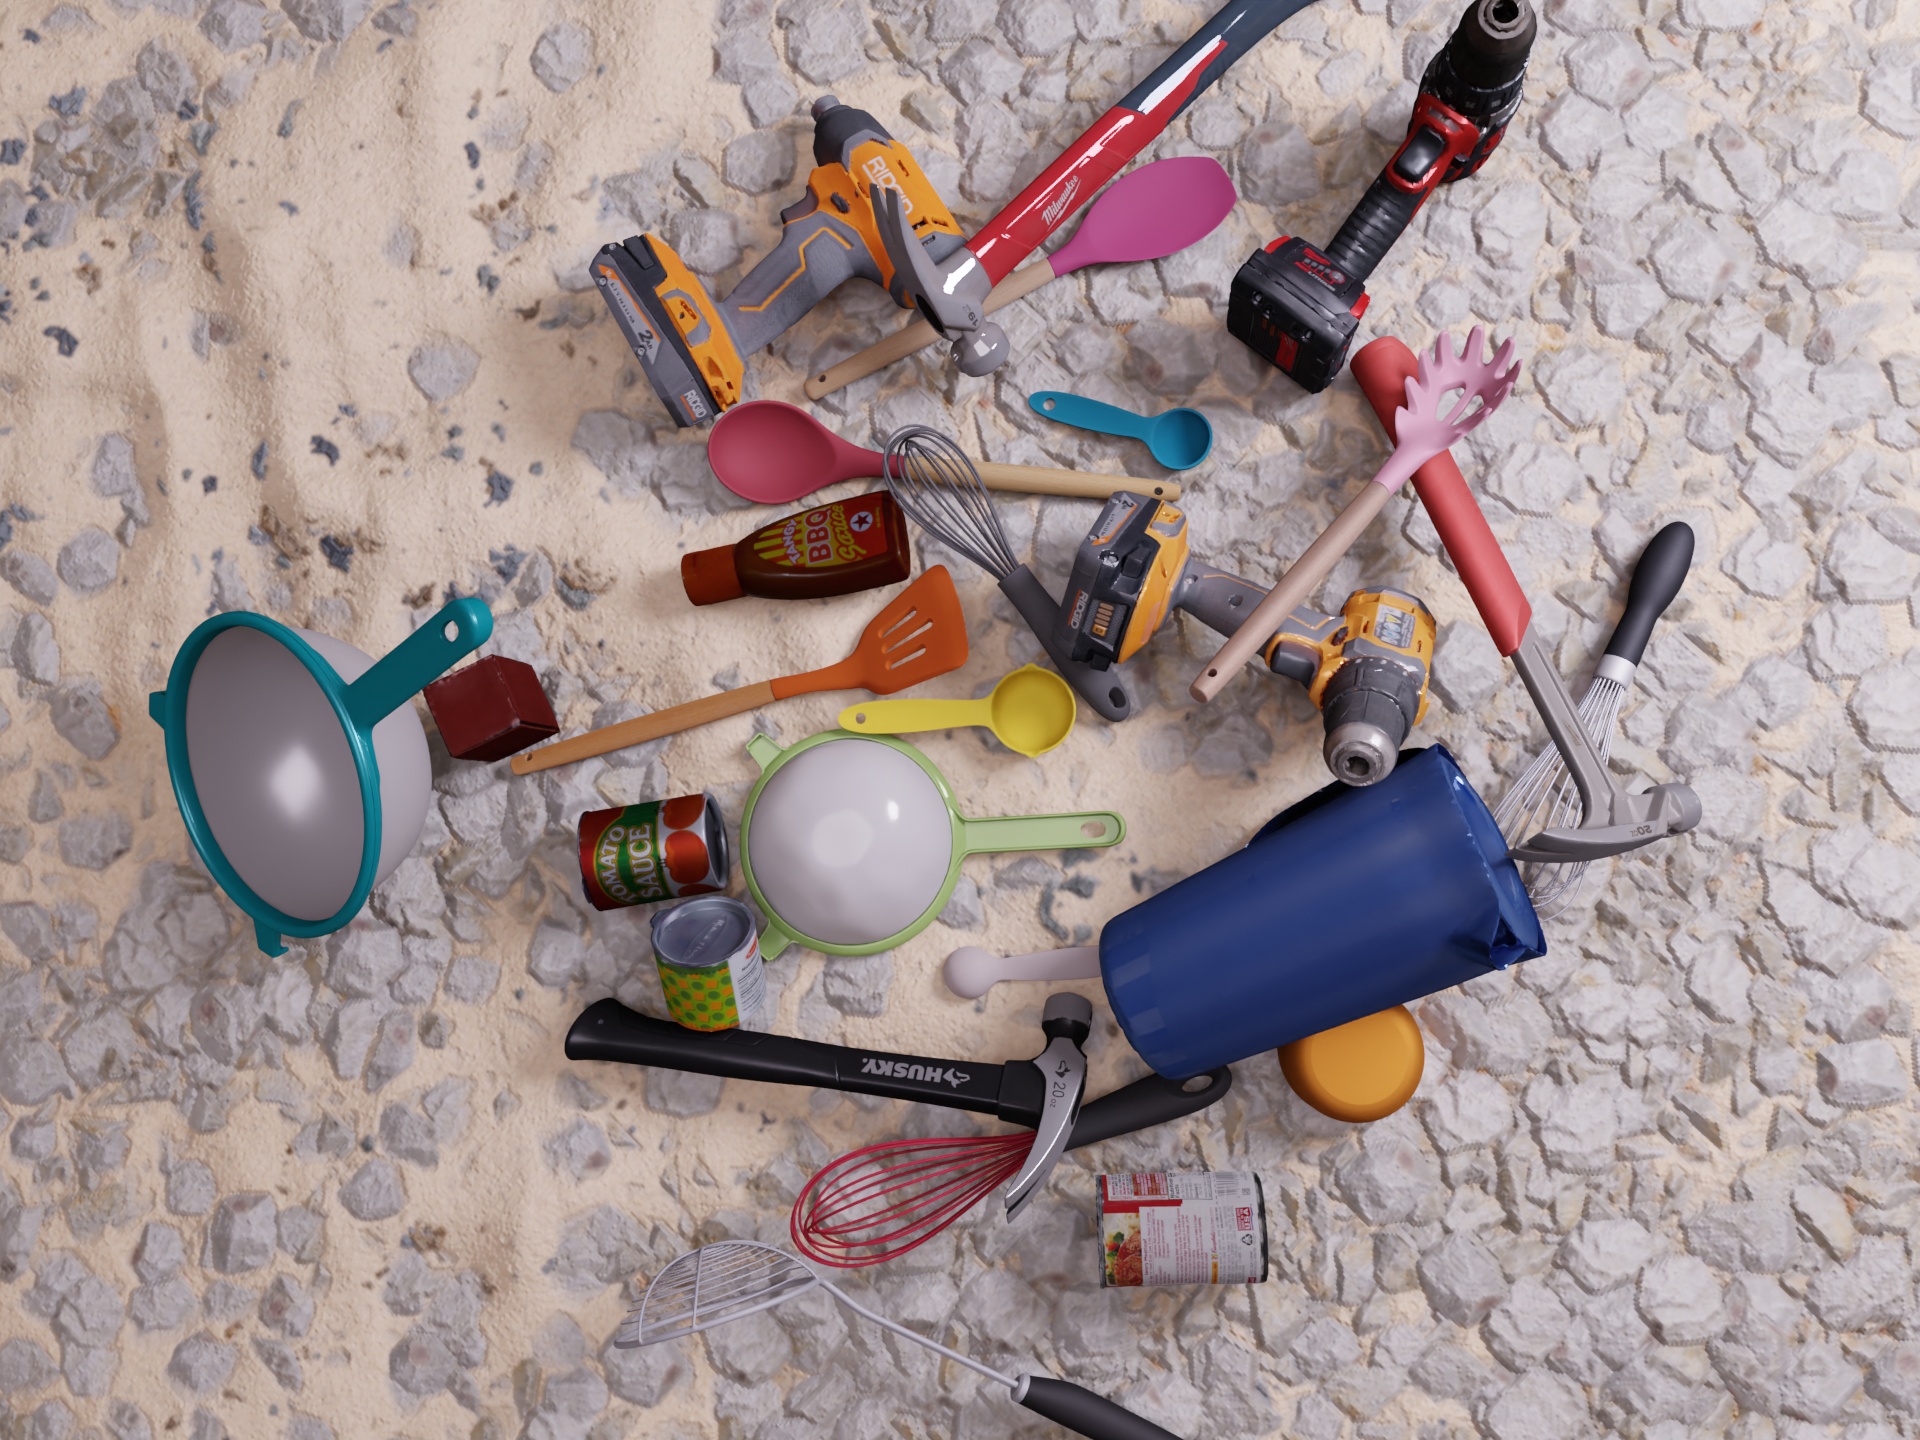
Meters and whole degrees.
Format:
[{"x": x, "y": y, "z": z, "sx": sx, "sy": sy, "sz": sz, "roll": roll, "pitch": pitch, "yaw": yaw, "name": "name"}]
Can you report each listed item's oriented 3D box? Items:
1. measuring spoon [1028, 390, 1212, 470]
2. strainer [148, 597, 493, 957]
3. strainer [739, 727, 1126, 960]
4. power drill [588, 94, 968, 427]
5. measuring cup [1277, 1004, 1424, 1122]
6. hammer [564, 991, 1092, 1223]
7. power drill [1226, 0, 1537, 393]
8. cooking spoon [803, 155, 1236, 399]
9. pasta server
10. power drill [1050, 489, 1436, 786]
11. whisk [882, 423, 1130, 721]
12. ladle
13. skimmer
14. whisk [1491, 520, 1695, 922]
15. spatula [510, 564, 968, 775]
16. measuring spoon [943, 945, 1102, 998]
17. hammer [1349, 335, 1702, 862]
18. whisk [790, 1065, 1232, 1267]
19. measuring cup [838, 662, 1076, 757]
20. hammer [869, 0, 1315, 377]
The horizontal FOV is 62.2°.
[{"x": 0.107, "y": -0.197, "z": 1.064, "sx": 0.129, "sy": 0.021, "sz": 0.042, "roll": 18, "pitch": 87, "yaw": 15, "name": "measuring spoon"}, {"x": -0.366, "y": 0.001, "z": 0.992, "sx": 0.340, "sy": 0.095, "sz": 0.211, "roll": -29, "pitch": 86, "yaw": 34, "name": "strainer"}, {"x": -0.022, "y": 0.075, "z": 1.019, "sx": 0.256, "sy": 0.069, "sz": 0.151, "roll": -3, "pitch": 84, "yaw": 6, "name": "strainer"}, {"x": -0.125, "y": -0.313, "z": 1.058, "sx": 0.226, "sy": 0.084, "sz": 0.164, "roll": -29, "pitch": 74, "yaw": -2, "name": "power drill"}, {"x": 0.270, "y": 0.173, "z": 0.995, "sx": 0.095, "sy": 0.052, "sz": 0.173, "roll": 36, "pitch": 90, "yaw": 7, "name": "measuring cup"}, {"x": -0.090, "y": 0.223, "z": 1.006, "sx": 0.335, "sy": 0.035, "sz": 0.146, "roll": 5, "pitch": 49, "yaw": 11, "name": "hammer"}, {"x": 0.265, "y": -0.327, "z": 0.978, "sx": 0.080, "sy": 0.188, "sz": 0.226, "roll": 39, "pitch": 93, "yaw": 7, "name": "power drill"}, {"x": 0.038, "y": -0.294, "z": 1.074, "sx": 0.319, "sy": 0.017, "sz": 0.069, "roll": -27, "pitch": 75, "yaw": 1, "name": "cooking spoon"}, {"x": 0.230, "y": -0.123, "z": 0.930, "sx": 0.060, "sy": 0.040, "sz": 0.316, "roll": 31, "pitch": 64, "yaw": 28, "name": "pasta server"}, {"x": 0.174, "y": -0.047, "z": 0.965, "sx": 0.226, "sy": 0.185, "sz": 0.084, "roll": 21, "pitch": 125, "yaw": 8, "name": "power drill"}, {"x": 0.032, "y": -0.092, "z": 1.032, "sx": 0.055, "sy": 0.055, "sz": 0.239, "roll": -39, "pitch": 94, "yaw": 0, "name": "whisk"}, {"x": -0.011, "y": -0.168, "z": 1.062, "sx": 0.315, "sy": 0.031, "sz": 0.069, "roll": 6, "pitch": 104, "yaw": 3, "name": "ladle"}, {"x": -0.029, "y": 0.415, "z": 0.979, "sx": 0.363, "sy": 0.127, "sz": 0.090, "roll": 25, "pitch": 71, "yaw": -2, "name": "skimmer"}, {"x": 0.398, "y": -0.002, "z": 1.003, "sx": 0.070, "sy": 0.070, "sz": 0.284, "roll": 26, "pitch": 82, "yaw": 6, "name": "whisk"}, {"x": -0.149, "y": -0.018, "z": 1.053, "sx": 0.322, "sy": 0.041, "sz": 0.081, "roll": -17, "pitch": 60, "yaw": 5, "name": "spatula"}, {"x": 0.050, "y": 0.160, "z": 1.032, "sx": 0.124, "sy": 0.018, "sz": 0.034, "roll": -6, "pitch": 84, "yaw": 3, "name": "measuring spoon"}, {"x": 0.316, "y": -0.083, "z": 0.966, "sx": 0.149, "sy": 0.036, "sz": 0.359, "roll": -4, "pitch": 63, "yaw": -32, "name": "hammer"}, {"x": 0.033, "y": 0.274, "z": 1.006, "sx": 0.296, "sy": 0.073, "sz": 0.073, "roll": -20, "pitch": 84, "yaw": -3, "name": "whisk"}, {"x": -0.002, "y": -0.003, "z": 1.048, "sx": 0.156, "sy": 0.029, "sz": 0.062, "roll": -2, "pitch": 85, "yaw": 7, "name": "measuring cup"}, {"x": 0.109, "y": -0.400, "z": 1.023, "sx": 0.386, "sy": 0.143, "sz": 0.038, "roll": -45, "pitch": 44, "yaw": -9, "name": "hammer"}]
